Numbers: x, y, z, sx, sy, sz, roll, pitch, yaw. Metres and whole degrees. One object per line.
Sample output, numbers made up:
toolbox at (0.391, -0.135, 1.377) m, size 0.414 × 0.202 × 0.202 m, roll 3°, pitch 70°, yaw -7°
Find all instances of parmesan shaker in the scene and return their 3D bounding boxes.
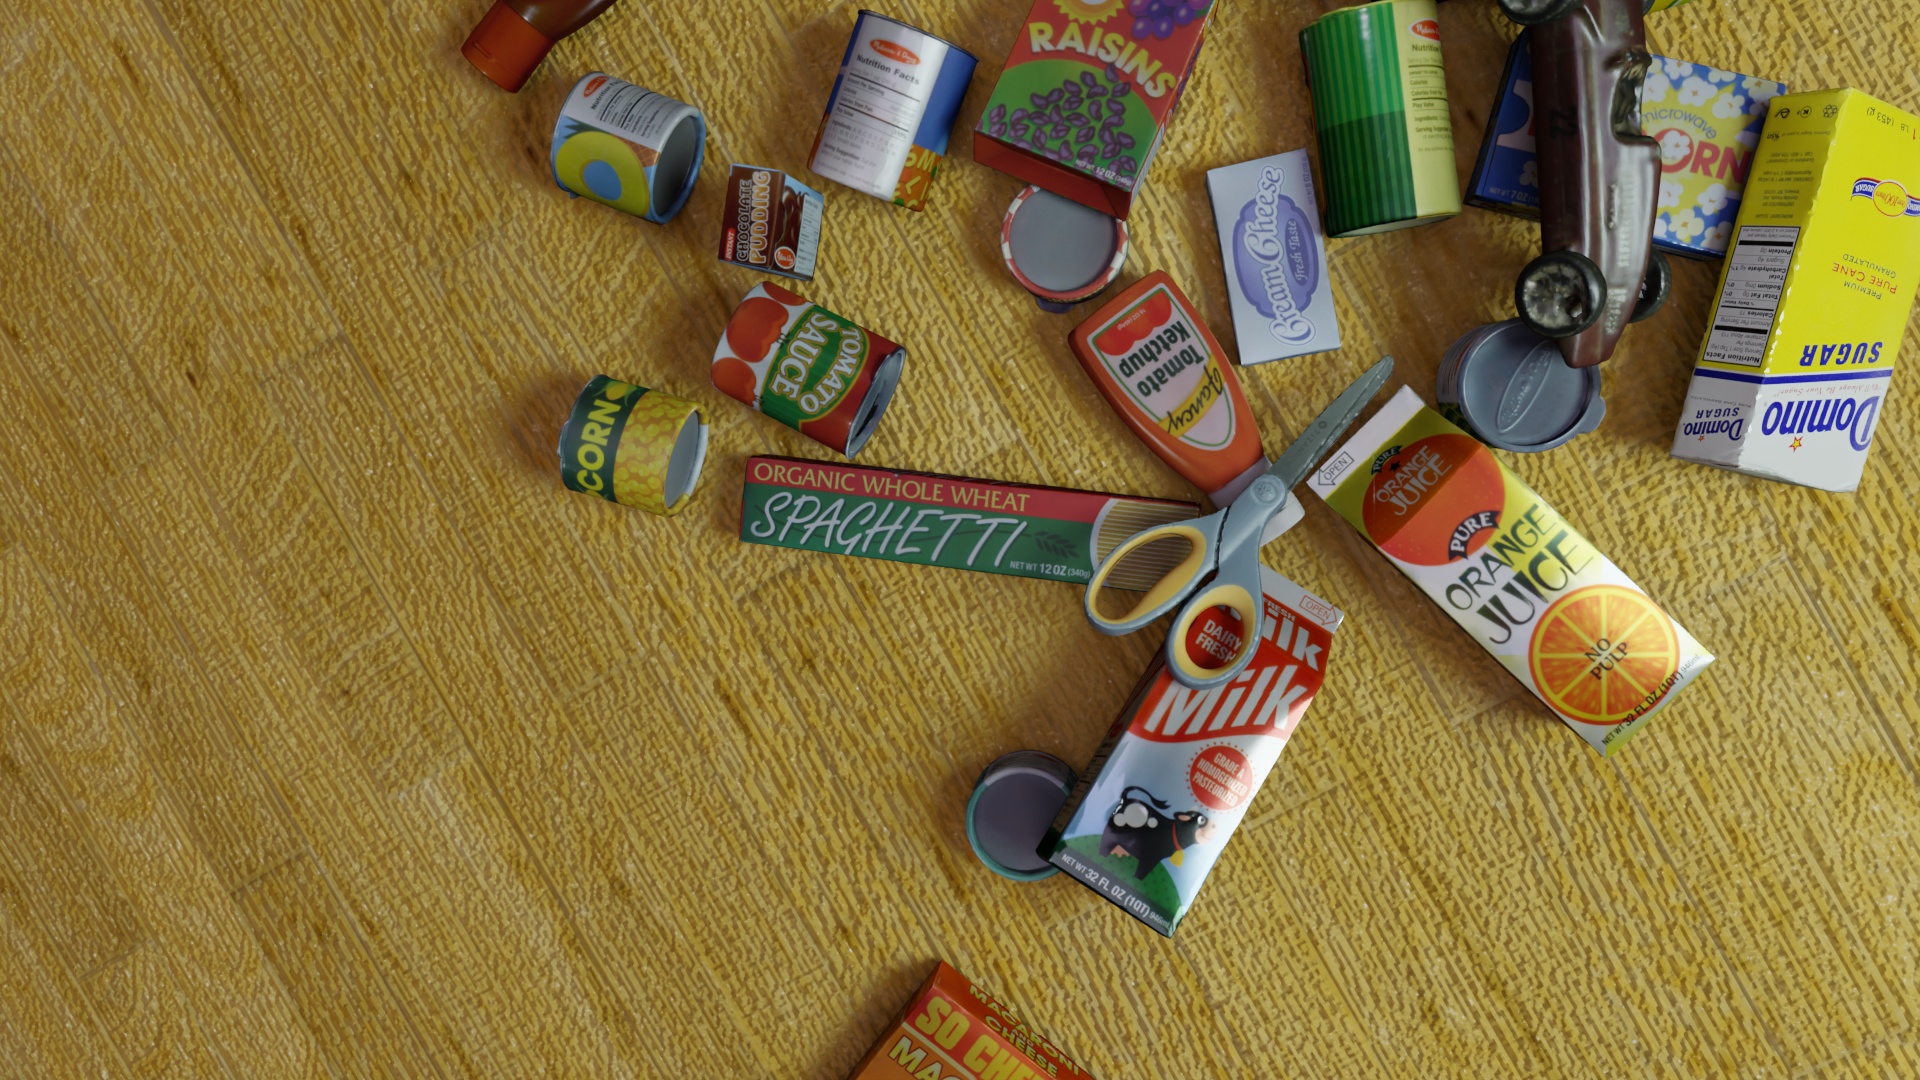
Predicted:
parmesan shaker at (0.205, -0.206, 0.685) m, size 0.071 × 0.071 × 0.103 m, roll -8°, pitch 95°, yaw 9°

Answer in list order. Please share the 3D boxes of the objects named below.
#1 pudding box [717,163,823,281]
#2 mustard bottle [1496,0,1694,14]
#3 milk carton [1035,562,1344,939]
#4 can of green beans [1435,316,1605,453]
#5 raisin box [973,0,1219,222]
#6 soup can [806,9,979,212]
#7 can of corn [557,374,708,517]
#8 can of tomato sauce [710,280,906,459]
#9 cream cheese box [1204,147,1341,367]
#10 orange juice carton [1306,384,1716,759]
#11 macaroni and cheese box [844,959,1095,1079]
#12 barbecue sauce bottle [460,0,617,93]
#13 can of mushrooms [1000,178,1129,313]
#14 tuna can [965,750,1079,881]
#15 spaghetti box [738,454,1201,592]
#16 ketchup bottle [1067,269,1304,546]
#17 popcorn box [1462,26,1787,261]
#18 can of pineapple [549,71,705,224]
pudding box at (-0.097, -0.164, 0.725) m, size 0.030 × 0.084 × 0.049 m, roll 11°, pitch 98°, yaw 7°
mustard bottle at (0.340, -0.281, 0.666) m, size 0.160 × 0.065 × 0.048 m, roll -14°, pitch 95°, yaw 17°
milk carton at (0.120, 0.099, 0.712) m, size 0.072 × 0.073 × 0.191 m, roll 32°, pitch 81°, yaw 3°
can of green beans at (0.276, -0.077, 0.694) m, size 0.071 × 0.058 × 0.071 m, roll 1°, pitch 96°, yaw 8°
raisin box at (0.070, -0.235, 0.700) m, size 0.086 × 0.040 × 0.123 m, roll 23°, pitch 80°, yaw 6°
soup can at (-0.035, -0.221, 0.720) m, size 0.071 × 0.071 × 0.083 m, roll 23°, pitch 103°, yaw 5°
can of corn at (-0.176, -0.050, 0.753) m, size 0.058 × 0.071 × 0.071 m, roll 16°, pitch 98°, yaw 5°
can of tomato sauce at (-0.081, -0.092, 0.736) m, size 0.083 × 0.071 × 0.071 m, roll 27°, pitch 99°, yaw 5°
cream cheese box at (0.162, -0.145, 0.720) m, size 0.053 × 0.024 × 0.103 m, roll -11°, pitch 94°, yaw 12°
orange juice carton at (0.268, 0.011, 0.696) m, size 0.193 × 0.073 × 0.071 m, roll 43°, pitch 100°, yaw 2°
macaroni and cheese box at (-0.014, 0.340, 0.784) m, size 0.124 × 0.040 × 0.166 m, roll 38°, pitch 100°, yaw 3°
barbecue sauce bottle at (-0.209, -0.310, 0.747) m, size 0.065 × 0.044 × 0.148 m, roll 43°, pitch 100°, yaw 2°
can of mushrooms at (0.055, -0.156, 0.730) m, size 0.071 × 0.033 × 0.071 m, roll 1°, pitch 95°, yaw 7°
tuna can at (0.036, 0.154, 0.762) m, size 0.071 × 0.033 × 0.071 m, roll 1°, pitch 95°, yaw 8°
spaghetti box at (0.003, -0.009, 0.754) m, size 0.250 × 0.029 × 0.050 m, roll 7°, pitch 96°, yaw 7°
ketchup bottle at (0.122, -0.065, 0.724) m, size 0.065 × 0.043 × 0.149 m, roll -36°, pitch 91°, yaw 0°
popcorn box at (0.325, -0.194, 0.686) m, size 0.127 × 0.038 × 0.085 m, roll 15°, pitch 99°, yaw 6°
can of pineapple at (-0.176, -0.208, 0.742) m, size 0.058 × 0.071 × 0.071 m, roll 22°, pitch 98°, yaw 5°
